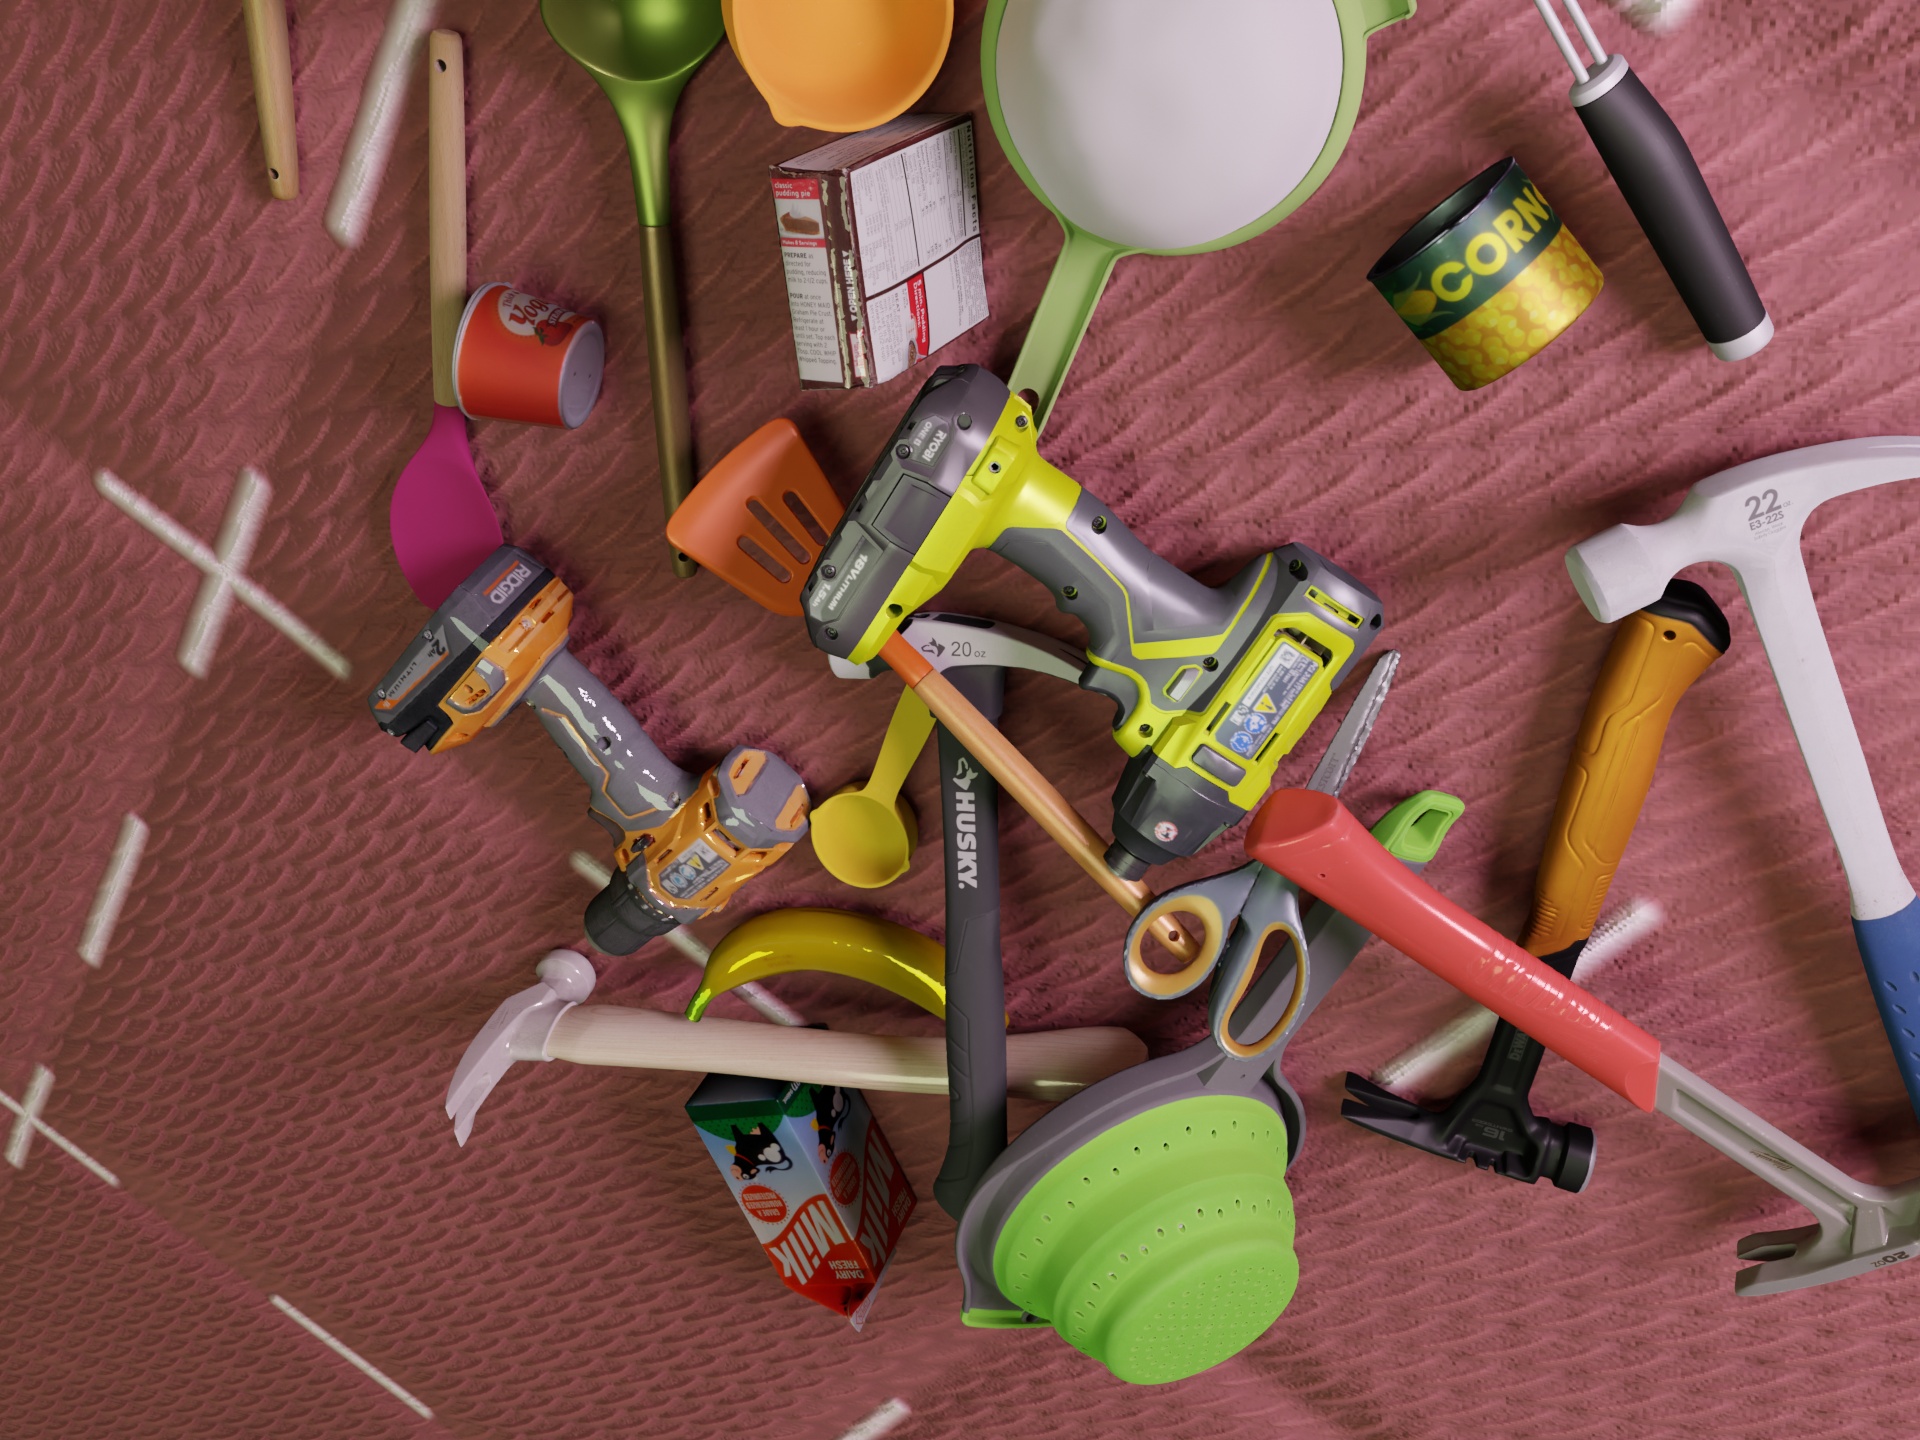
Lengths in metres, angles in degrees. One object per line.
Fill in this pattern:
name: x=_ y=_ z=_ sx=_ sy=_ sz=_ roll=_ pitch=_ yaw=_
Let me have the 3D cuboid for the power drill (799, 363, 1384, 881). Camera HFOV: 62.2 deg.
power drill: x=0.049 y=-0.039 z=0.704 sx=0.223 sy=0.080 sz=0.171 roll=31 pitch=107 yaw=-9

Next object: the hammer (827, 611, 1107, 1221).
hammer: x=0.012 y=0.111 z=0.822 sx=0.146 sy=0.035 sz=0.334 roll=2 pitch=105 yaw=17

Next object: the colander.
colander: x=0.145 y=0.211 z=0.796 sx=0.204 sy=0.095 sz=0.397 roll=13 pitch=119 yaw=-35

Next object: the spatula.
spatula: x=-0.001 y=-0.002 z=0.756 sx=0.081 sy=0.041 sz=0.322 roll=-44 pitch=90 yaw=-2

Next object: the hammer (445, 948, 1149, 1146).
hammer: x=-0.096 y=0.200 z=0.924 sx=0.411 sy=0.146 sz=0.038 roll=0 pitch=121 yaw=18

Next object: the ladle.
ladle: x=-0.140 y=-0.201 z=0.739 sx=0.078 sy=0.062 sz=0.320 roll=-4 pitch=126 yaw=-8

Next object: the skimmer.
skimmer: x=0.178 y=-0.274 z=0.561 sx=0.127 sy=0.090 sz=0.363 roll=-44 pitch=113 yaw=-3

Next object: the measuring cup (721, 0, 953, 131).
measuring cup: x=-0.085 y=-0.301 z=0.612 sx=0.173 sy=0.052 sz=0.095 roll=25 pitch=111 yaw=-29

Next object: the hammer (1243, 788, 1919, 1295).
hammer: x=0.279 y=0.146 z=0.723 sx=0.359 sy=0.037 sz=0.149 roll=33 pitch=140 yaw=-5

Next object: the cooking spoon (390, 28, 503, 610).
cooking spoon: x=-0.264 y=-0.189 z=0.821 sx=0.069 sy=0.017 sz=0.318 roll=16 pitch=125 yaw=5

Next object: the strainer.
strainer: x=0.057 y=-0.202 z=0.636 sx=0.151 sy=0.069 sz=0.256 roll=24 pitch=130 yaw=-1

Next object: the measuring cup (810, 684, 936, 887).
measuring cup: x=-0.032 y=0.020 z=0.851 sx=0.062 sy=0.029 sz=0.156 roll=28 pitch=115 yaw=7

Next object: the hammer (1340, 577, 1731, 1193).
hammer: x=0.275 y=0.084 z=0.746 sx=0.127 sy=0.034 sz=0.336 roll=14 pitch=124 yaw=14

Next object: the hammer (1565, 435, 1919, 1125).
hammer: x=0.392 y=0.067 z=0.669 sx=0.144 sy=0.035 sz=0.405 roll=-26 pitch=112 yaw=13

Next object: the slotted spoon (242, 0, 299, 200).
slotted spoon: x=-0.324 y=-0.392 z=0.719 sx=0.070 sy=0.031 sz=0.313 roll=18 pitch=127 yaw=12

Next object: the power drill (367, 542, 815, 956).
power drill: x=-0.218 y=0.032 z=0.900 sx=0.226 sy=0.084 sz=0.185 roll=42 pitch=127 yaw=-12
